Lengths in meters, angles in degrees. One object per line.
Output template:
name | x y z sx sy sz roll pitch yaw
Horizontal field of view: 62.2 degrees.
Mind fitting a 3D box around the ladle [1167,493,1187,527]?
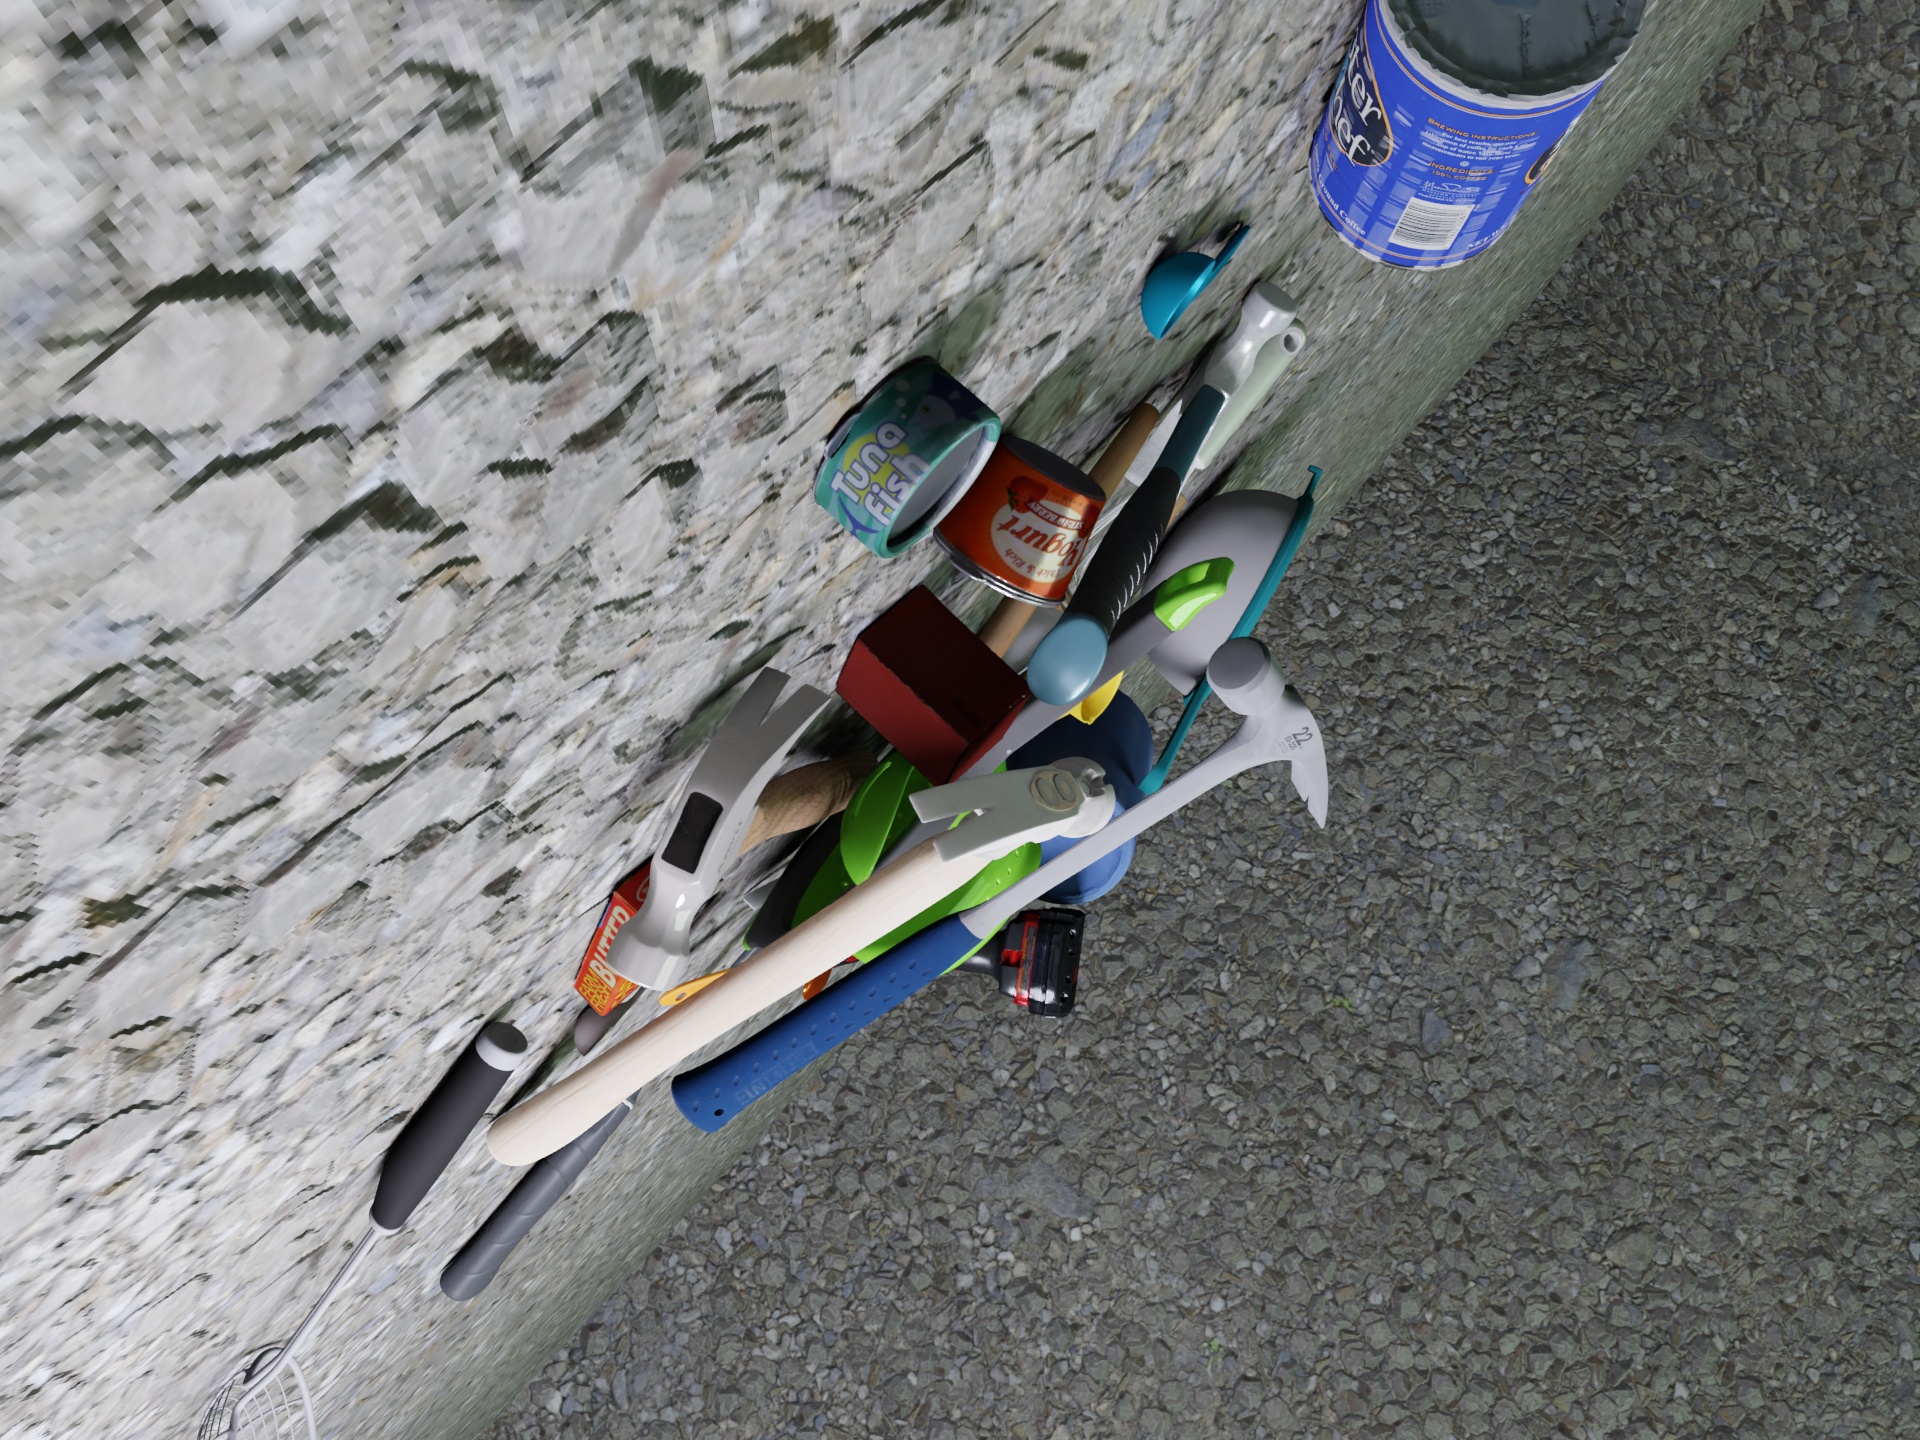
ladle | 0.078 -0.043 1.225 0.320 0.062 0.078 -50 170 -1

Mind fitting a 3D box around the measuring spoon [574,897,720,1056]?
measuring spoon | -0.179 0.140 0.904 0.124 0.018 0.034 -50 -179 -38

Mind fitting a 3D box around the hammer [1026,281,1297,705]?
hammer | 0.101 -0.116 0.832 0.128 0.033 0.331 -56 -178 42

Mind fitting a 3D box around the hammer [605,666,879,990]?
hammer | -0.081 0.037 0.777 0.130 0.031 0.331 -65 174 5

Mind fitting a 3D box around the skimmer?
skimmer | -0.287 0.296 0.793 0.363 0.090 0.127 -53 -157 17

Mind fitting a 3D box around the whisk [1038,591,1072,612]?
whisk | -0.001 0.006 1.120 0.245 0.051 0.047 -53 -168 9

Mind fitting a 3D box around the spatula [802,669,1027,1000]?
spatula | -0.011 0.053 1.080 0.322 0.041 0.081 -49 172 -4

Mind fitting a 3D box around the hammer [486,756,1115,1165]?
hammer | -0.112 0.136 0.796 0.410 0.038 0.146 -35 166 28

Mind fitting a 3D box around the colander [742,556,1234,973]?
colander | 0.031 0.046 0.900 0.397 0.094 0.205 -38 -165 39

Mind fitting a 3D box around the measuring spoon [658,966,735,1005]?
measuring spoon | -0.140 0.166 1.008 0.117 0.011 0.021 -9 139 -44

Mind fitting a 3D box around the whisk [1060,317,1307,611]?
whisk | 0.146 -0.168 1.049 0.246 0.057 0.059 -51 -154 0

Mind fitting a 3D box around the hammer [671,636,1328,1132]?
hammer | 0.018 0.108 0.860 0.405 0.035 0.143 -34 138 11

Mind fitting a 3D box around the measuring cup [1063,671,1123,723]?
measuring cup | 0.067 -0.017 1.167 0.156 0.029 0.062 -23 137 -48

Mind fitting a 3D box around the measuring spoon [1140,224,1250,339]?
measuring spoon | 0.110 -0.214 0.740 0.042 0.021 0.129 -55 178 39

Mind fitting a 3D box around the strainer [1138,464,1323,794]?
strainer | 0.187 -0.079 1.344 0.340 0.095 0.211 -58 177 -37

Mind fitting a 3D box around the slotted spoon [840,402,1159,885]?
slotted spoon | 0.021 -0.049 0.860 0.314 0.031 0.070 -56 -174 -13

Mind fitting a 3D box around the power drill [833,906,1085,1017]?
power drill | -0.019 0.169 1.213 0.143 0.219 0.078 43 55 -81

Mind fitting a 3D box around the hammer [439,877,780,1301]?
hammer | -0.224 0.251 1.101 0.409 0.036 0.149 -49 171 7

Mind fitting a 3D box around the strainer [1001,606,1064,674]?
strainer | -0.002 -0.003 1.049 0.258 0.050 0.087 -45 179 19
